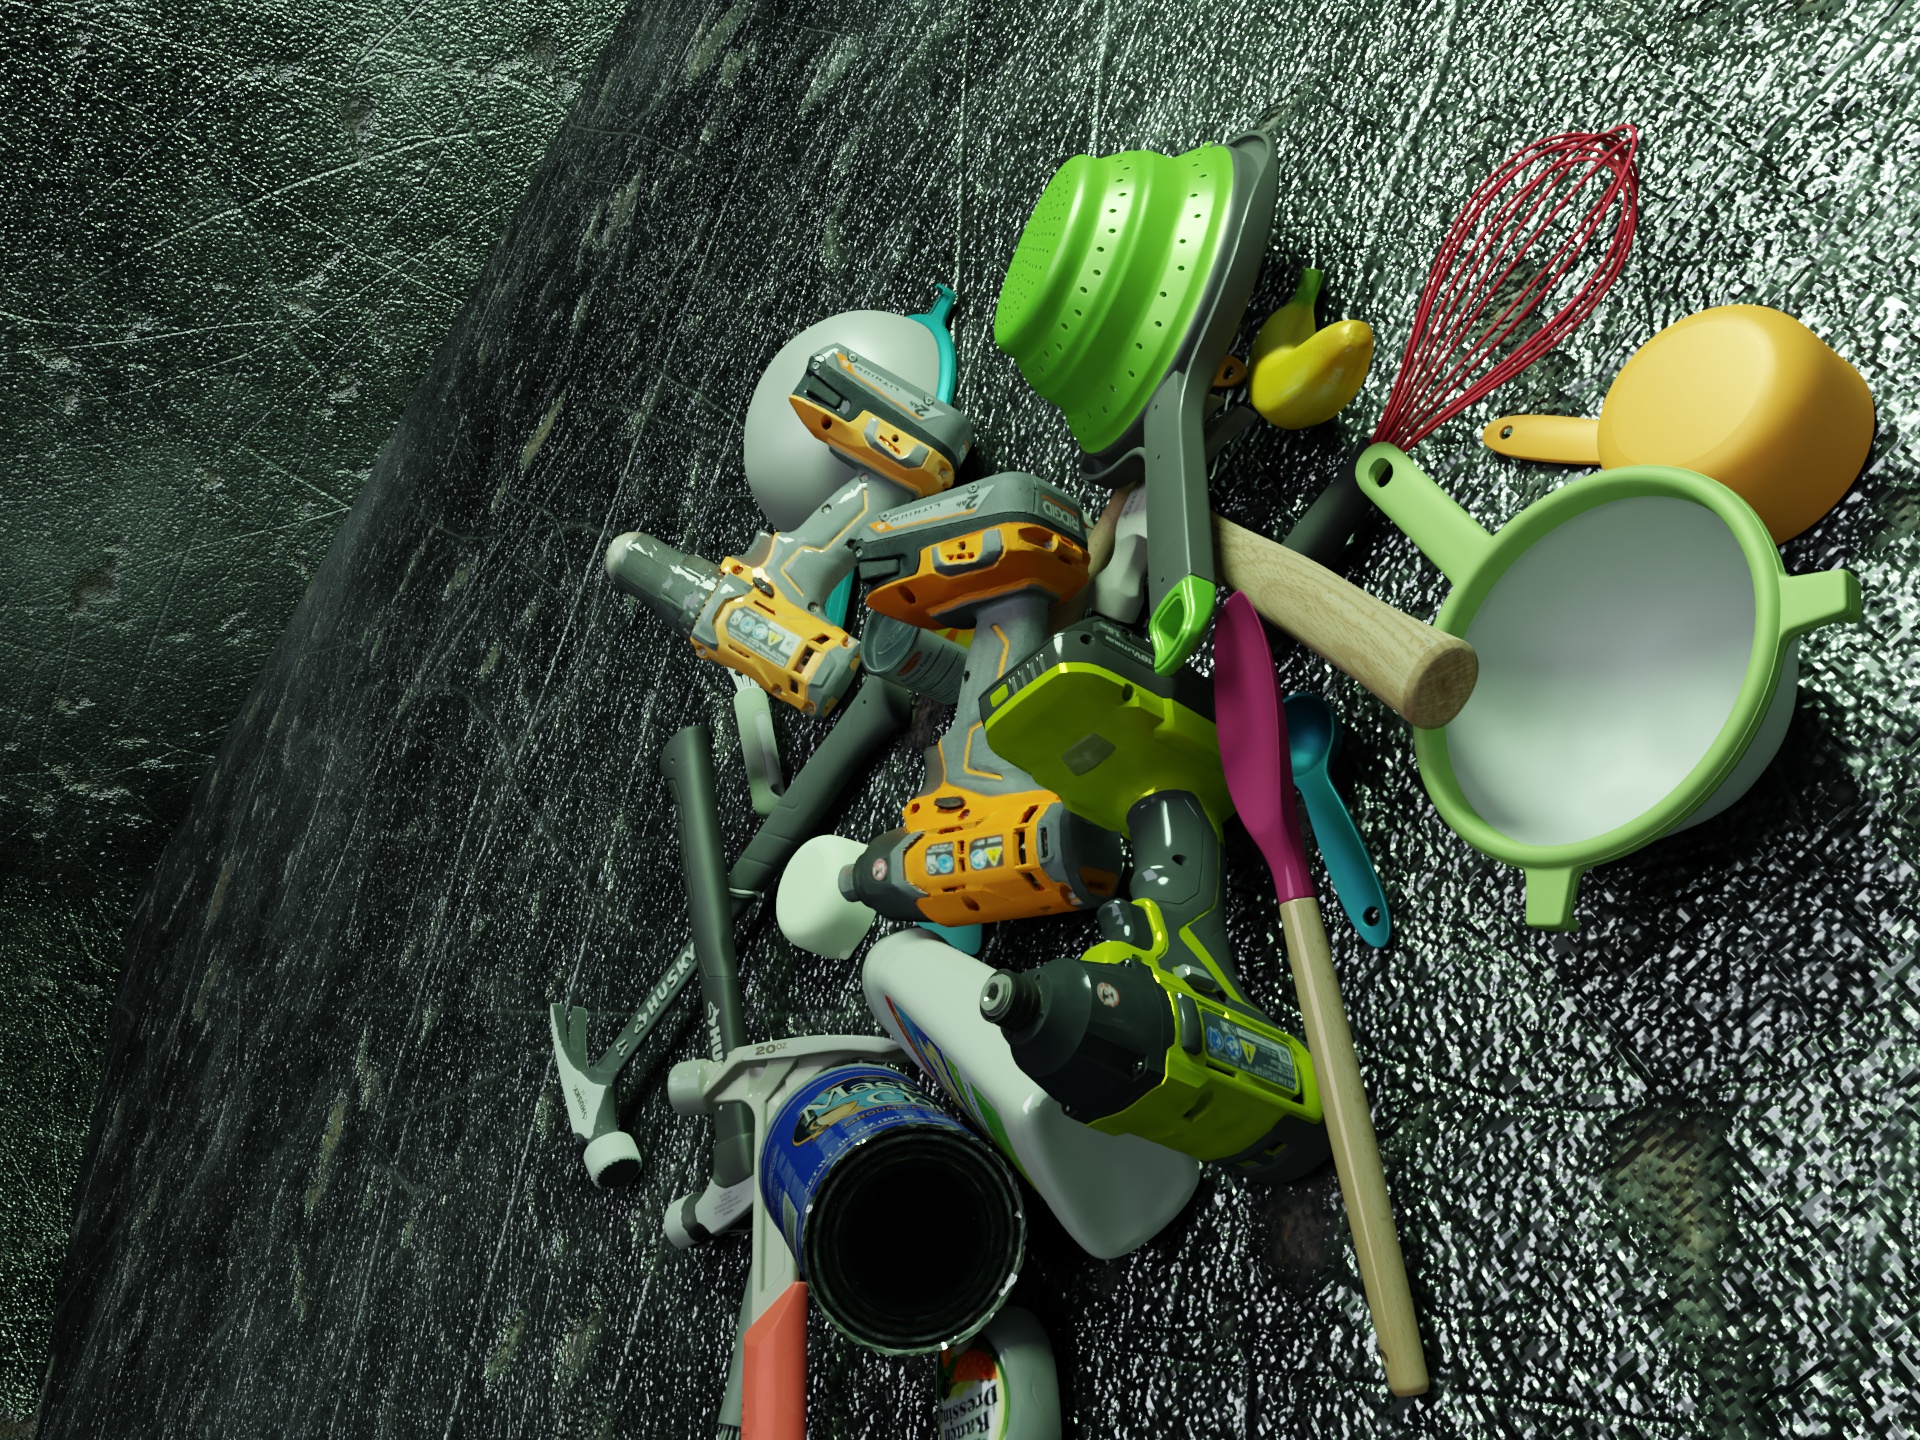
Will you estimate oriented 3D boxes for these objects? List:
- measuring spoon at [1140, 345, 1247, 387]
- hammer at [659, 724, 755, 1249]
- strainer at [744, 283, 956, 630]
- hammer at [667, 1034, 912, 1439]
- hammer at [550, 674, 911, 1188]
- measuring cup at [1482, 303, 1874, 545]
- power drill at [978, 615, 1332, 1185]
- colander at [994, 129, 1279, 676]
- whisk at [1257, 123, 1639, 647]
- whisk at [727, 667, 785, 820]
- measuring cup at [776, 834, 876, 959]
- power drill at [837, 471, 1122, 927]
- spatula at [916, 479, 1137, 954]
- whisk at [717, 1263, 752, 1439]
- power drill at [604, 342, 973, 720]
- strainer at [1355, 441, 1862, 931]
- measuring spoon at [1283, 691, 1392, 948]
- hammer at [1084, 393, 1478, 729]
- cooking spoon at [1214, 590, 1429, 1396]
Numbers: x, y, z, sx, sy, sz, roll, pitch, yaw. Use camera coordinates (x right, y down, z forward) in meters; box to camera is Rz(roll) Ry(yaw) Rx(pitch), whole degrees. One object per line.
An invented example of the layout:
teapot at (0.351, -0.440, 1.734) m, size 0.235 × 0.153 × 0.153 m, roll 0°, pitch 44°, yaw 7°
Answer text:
measuring spoon at (0.130, -0.207, 0.926) m, size 0.117 × 0.011 × 0.021 m, roll 31°, pitch 97°, yaw 54°
hammer at (-0.154, 0.153, 1.024) m, size 0.146 × 0.035 × 0.335 m, roll -35°, pitch 55°, yaw 36°
strainer at (-0.110, -0.170, 1.170) m, size 0.211 × 0.095 × 0.341 m, roll -23°, pitch 50°, yaw 47°
hammer at (-0.089, 0.347, 0.834) m, size 0.149 × 0.036 × 0.359 m, roll -11°, pitch 64°, yaw 17°
hammer at (-0.161, 0.128, 1.095) m, size 0.409 × 0.036 × 0.149 m, roll -53°, pitch 46°, yaw 16°
measuring cup at (0.263, -0.119, 0.631) m, size 0.174 × 0.052 × 0.095 m, roll 21°, pitch 88°, yaw 56°
power drill at (0.074, 0.071, 0.680) m, size 0.080 × 0.171 × 0.223 m, roll -39°, pitch 38°, yaw 34°
colander at (0.075, -0.178, 0.804) m, size 0.398 × 0.094 × 0.204 m, roll -85°, pitch 20°, yaw -45°
whisk at (0.205, -0.139, 0.728) m, size 0.295 × 0.073 × 0.073 m, roll -56°, pitch 33°, yaw 26°
whisk at (-0.158, -0.023, 1.193) m, size 0.059 × 0.057 × 0.247 m, roll -38°, pitch 45°, yaw 24°
measuring cup at (-0.059, 0.088, 0.980) m, size 0.167 × 0.038 × 0.083 m, roll -39°, pitch 41°, yaw 39°
power drill at (-0.001, -0.003, 0.852) m, size 0.164 × 0.084 × 0.227 m, roll -13°, pitch 72°, yaw 33°
spatula at (0.046, -0.024, 0.911) m, size 0.082 × 0.044 × 0.317 m, roll 26°, pitch 86°, yaw 45°
whisk at (-0.119, 0.388, 0.875) m, size 0.055 × 0.055 × 0.239 m, roll -23°, pitch 48°, yaw 48°
power drill at (-0.116, -0.139, 1.075) m, size 0.226 × 0.185 × 0.084 m, roll -60°, pitch -4°, yaw -1°
strainer at (0.231, -0.039, 0.617) m, size 0.151 × 0.069 × 0.257 m, roll -57°, pitch 28°, yaw 23°
measuring spoon at (0.169, 0.045, 0.705) m, size 0.042 × 0.021 × 0.129 m, roll -40°, pitch 49°, yaw 34°
hammer at (0.139, -0.069, 0.726) m, size 0.332 × 0.031 × 0.130 m, roll -125°, pitch 54°, yaw -67°
cooking spoon at (0.140, 0.097, 0.632) m, size 0.068 × 0.017 × 0.319 m, roll 116°, pitch 148°, yaw -66°
